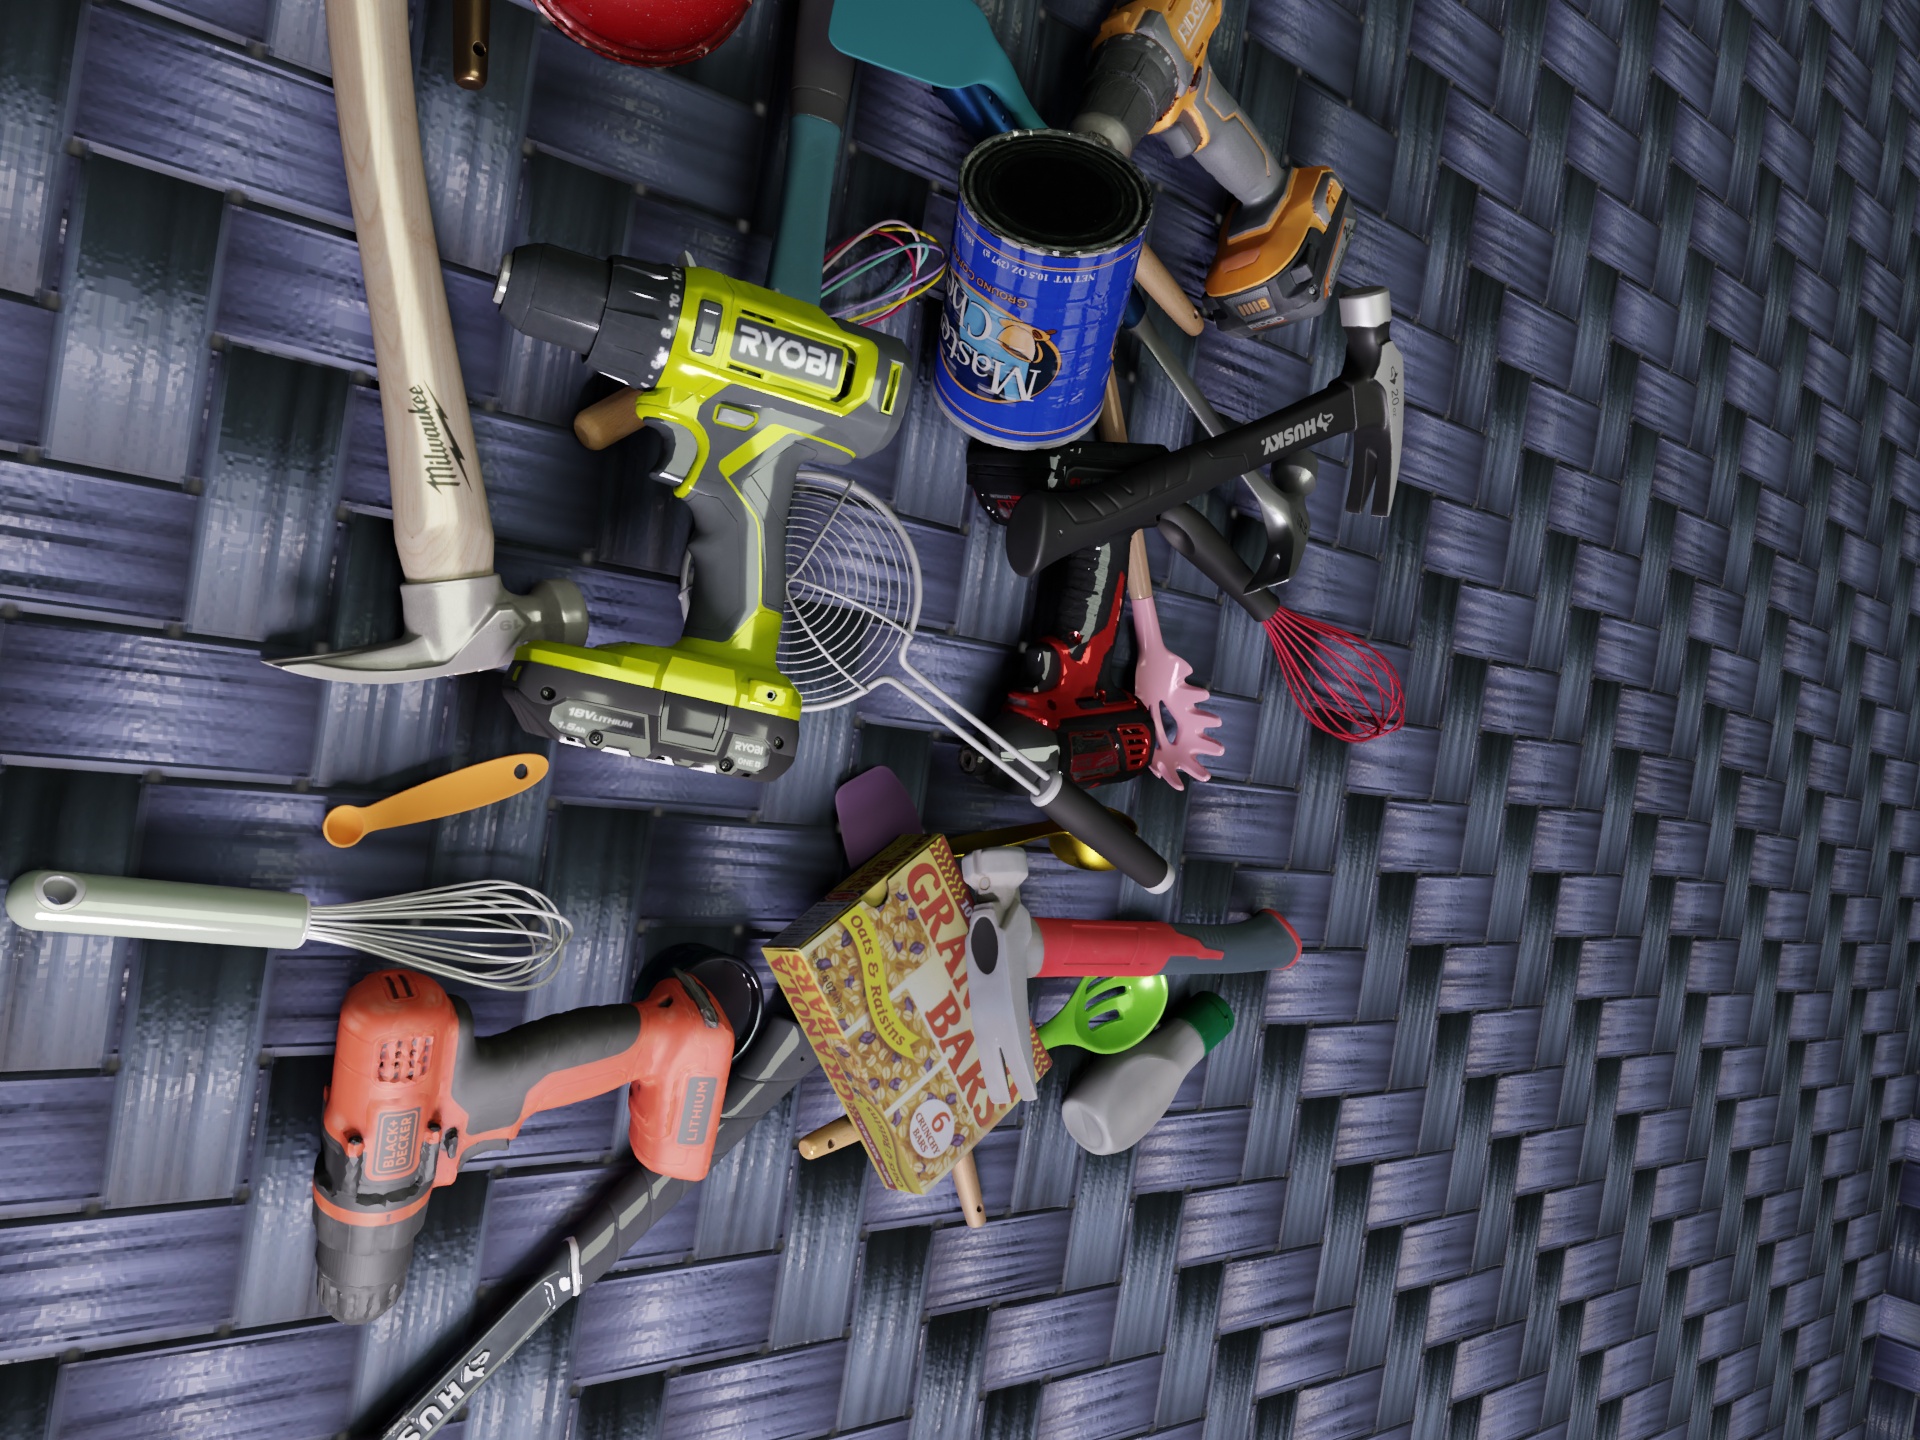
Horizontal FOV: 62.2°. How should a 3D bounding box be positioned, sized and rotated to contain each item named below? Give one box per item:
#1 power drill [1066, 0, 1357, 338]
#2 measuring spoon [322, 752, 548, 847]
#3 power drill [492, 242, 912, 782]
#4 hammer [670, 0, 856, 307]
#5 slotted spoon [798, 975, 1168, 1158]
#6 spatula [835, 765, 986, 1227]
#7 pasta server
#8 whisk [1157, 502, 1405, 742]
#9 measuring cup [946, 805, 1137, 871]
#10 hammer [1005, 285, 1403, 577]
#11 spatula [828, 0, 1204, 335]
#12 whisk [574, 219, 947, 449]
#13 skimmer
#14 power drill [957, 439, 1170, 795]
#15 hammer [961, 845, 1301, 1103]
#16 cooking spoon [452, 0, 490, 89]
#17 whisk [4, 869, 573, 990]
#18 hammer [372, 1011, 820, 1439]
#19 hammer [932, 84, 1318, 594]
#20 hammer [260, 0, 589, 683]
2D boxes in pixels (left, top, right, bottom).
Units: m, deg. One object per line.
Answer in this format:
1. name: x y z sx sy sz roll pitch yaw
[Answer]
1. power drill: 0.155 -0.348 1.005 0.226 0.084 0.185 47 53 -32
2. measuring spoon: -0.251 0.036 0.763 0.117 0.011 0.021 -20 109 -42
3. power drill: -0.136 -0.097 0.736 0.190 0.080 0.228 13 87 -23
4. hammer: -0.072 -0.321 0.825 0.128 0.033 0.331 11 81 -26
5. slotted spoon: 0.022 0.211 0.996 0.313 0.031 0.070 -14 103 -44
6. spatula: -0.021 0.177 0.979 0.060 0.018 0.315 -27 112 -39
7. pasta server: 0.119 -0.107 1.051 0.060 0.040 0.316 -19 108 -21
8. whisk: 0.231 -0.070 1.144 0.295 0.073 0.073 38 71 -33
9. measuring cup: 0.044 0.082 1.007 0.156 0.062 0.029 -8 116 -33
10. hammer: 0.159 -0.154 0.969 0.335 0.035 0.146 -26 117 -32
11. spatula: 0.049 -0.312 0.900 0.317 0.044 0.082 35 60 -44
12. whisk: -0.102 -0.207 0.844 0.245 0.051 0.047 -36 98 -28
13. skimmer: -0.001 -0.003 0.912 0.362 0.090 0.127 38 90 -36
14. power drill: 0.060 -0.062 0.982 0.143 0.079 0.219 -7 104 -39
15. hammer: 0.129 0.165 1.043 0.386 0.038 0.143 12 69 -53
16. cooking spoon: -0.212 -0.435 0.700 0.068 0.017 0.319 3 86 -47
17. whisk: -0.289 0.091 0.715 0.246 0.059 0.058 12 51 -38
18. hammer: -0.212 0.300 0.817 0.409 0.036 0.149 -43 123 -30
19. hammer: 0.116 -0.245 1.008 0.405 0.035 0.144 45 43 -32
20. hammer: -0.259 -0.221 0.701 0.146 0.038 0.410 -13 104 -38
